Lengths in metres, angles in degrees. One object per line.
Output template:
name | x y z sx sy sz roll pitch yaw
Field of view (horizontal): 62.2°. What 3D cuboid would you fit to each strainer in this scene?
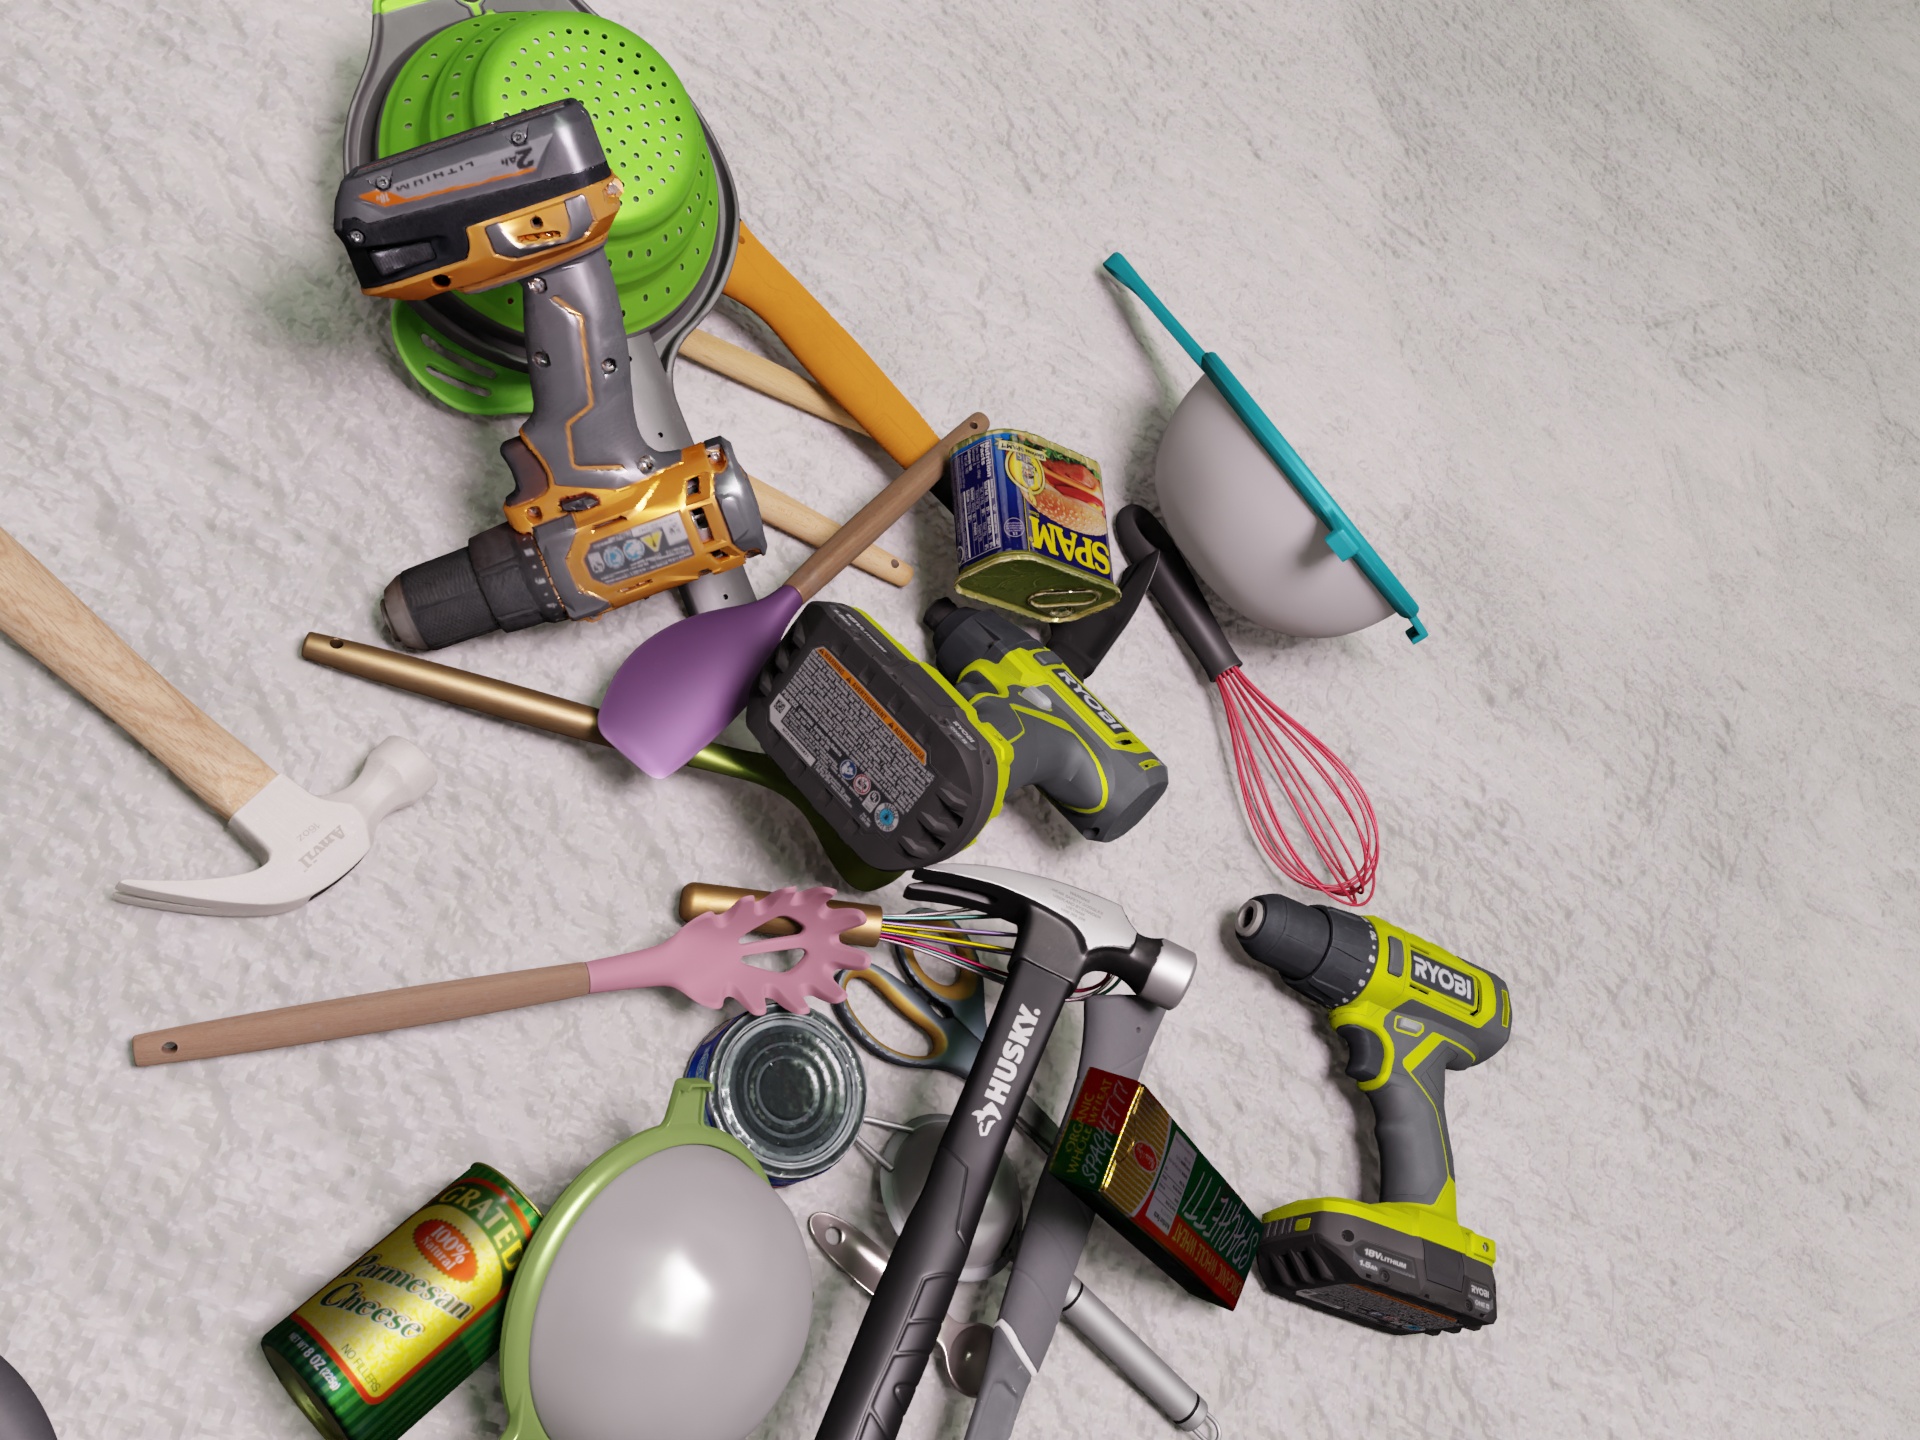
strainer | 0.048 0.281 0.805 0.258 0.050 0.087 46 39 -10
strainer | 0.160 -0.172 1.041 0.210 0.095 0.341 26 28 -58
strainer | -0.139 0.277 0.627 0.256 0.069 0.151 -45 127 -41

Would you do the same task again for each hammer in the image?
hammer | -0.021 -0.166 0.943 0.336 0.034 0.127 45 56 -13
hammer | -0.393 -0.042 0.681 0.331 0.031 0.130 43 53 -8
hammer | -0.008 0.208 0.704 0.146 0.035 0.335 26 54 1
hammer | 0.024 0.314 0.737 0.149 0.036 0.409 34 63 -24

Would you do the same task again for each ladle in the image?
ladle | -0.160 -0.217 0.906 0.315 0.031 0.069 20 59 -25
ladle | -0.164 0.015 0.796 0.320 0.062 0.078 17 49 -17

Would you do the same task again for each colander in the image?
colander | -0.167 -0.208 0.807 0.204 0.094 0.397 -24 96 -28

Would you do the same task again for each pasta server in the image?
pasta server | -0.193 0.120 0.711 0.316 0.040 0.060 -6 89 -26

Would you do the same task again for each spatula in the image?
spatula | -0.076 -0.083 0.848 0.060 0.018 0.316 42 55 2

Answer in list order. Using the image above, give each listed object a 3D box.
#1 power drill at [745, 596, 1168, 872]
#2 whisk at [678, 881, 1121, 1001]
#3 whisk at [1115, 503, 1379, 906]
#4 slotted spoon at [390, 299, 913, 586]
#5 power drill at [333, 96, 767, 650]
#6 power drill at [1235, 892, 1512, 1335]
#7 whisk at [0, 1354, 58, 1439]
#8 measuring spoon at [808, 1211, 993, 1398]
power drill | -0.001 -0.003 0.827 0.171 0.080 0.223 46 23 19
whisk | -0.022 0.109 0.819 0.245 0.051 0.047 9 32 -14
whisk | 0.178 -0.014 1.005 0.073 0.073 0.296 -20 74 -36
slotted spoon | -0.161 -0.146 0.873 0.313 0.031 0.070 26 64 -22
power drill | -0.209 -0.147 0.735 0.185 0.084 0.226 -21 118 -6
power drill | 0.235 0.220 0.923 0.190 0.080 0.229 25 55 -21
whisk | -0.284 0.337 0.568 0.070 0.070 0.284 -34 85 -37
measuring spoon | -0.028 0.283 0.774 0.124 0.018 0.034 42 54 -1
